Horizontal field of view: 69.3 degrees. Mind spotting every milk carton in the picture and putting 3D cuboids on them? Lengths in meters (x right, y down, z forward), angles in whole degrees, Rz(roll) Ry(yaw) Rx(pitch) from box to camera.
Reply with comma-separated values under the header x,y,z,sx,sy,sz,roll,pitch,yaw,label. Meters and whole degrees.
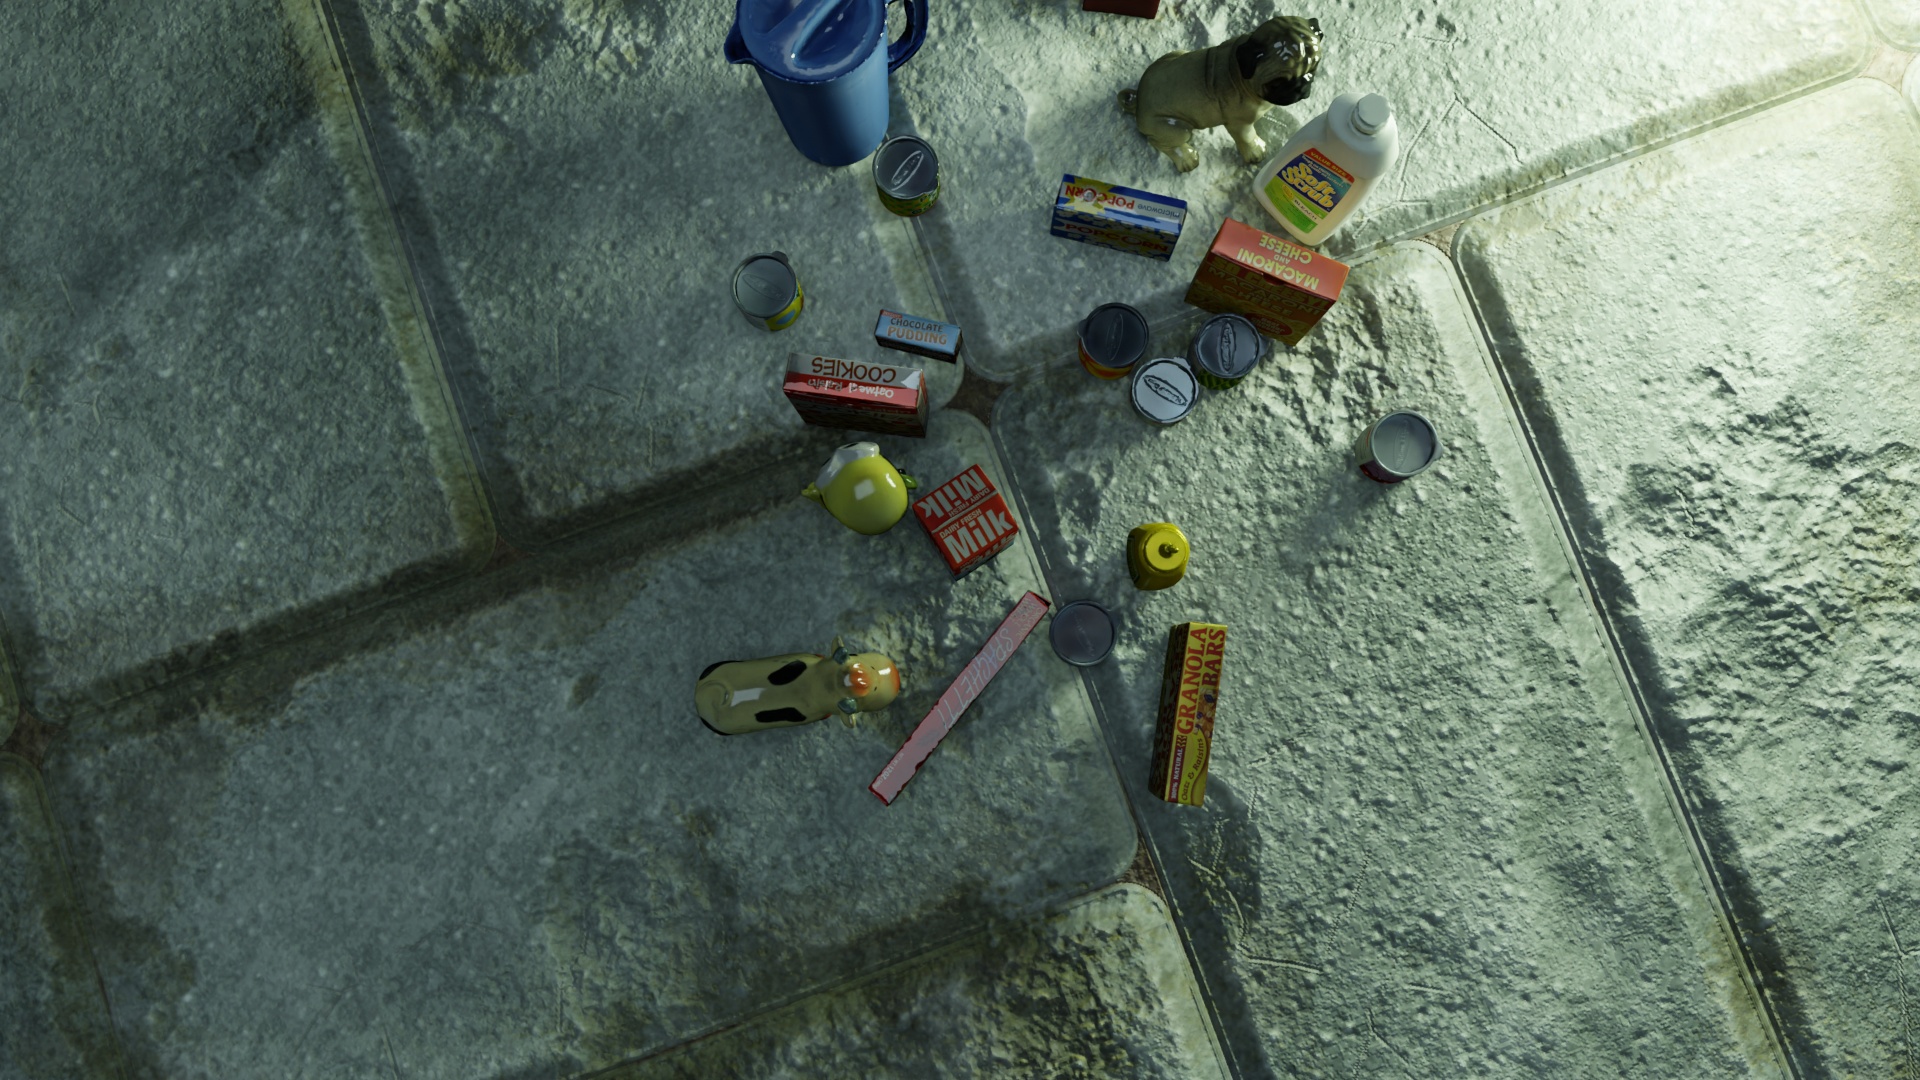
x,y,z,sx,sy,sz,roll,pitch,yaw,label
0.005,-0.016,1.296,0.072,0.190,0.073,-33,85,-2,milk carton

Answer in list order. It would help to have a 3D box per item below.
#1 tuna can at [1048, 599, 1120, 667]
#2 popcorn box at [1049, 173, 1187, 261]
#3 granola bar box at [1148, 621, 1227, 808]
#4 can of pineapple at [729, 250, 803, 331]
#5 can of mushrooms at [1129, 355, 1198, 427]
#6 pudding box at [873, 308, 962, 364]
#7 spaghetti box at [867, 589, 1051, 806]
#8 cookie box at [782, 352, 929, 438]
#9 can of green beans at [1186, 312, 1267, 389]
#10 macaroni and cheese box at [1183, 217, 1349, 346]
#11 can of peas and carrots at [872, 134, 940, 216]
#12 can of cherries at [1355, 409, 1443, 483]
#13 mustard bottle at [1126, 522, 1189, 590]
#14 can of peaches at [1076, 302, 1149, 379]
x,y,z,sx,sy,sz,roll,pitch,yaw,label
0.122,0.090,1.362,0.071,0.033,0.071,0,84,1,tuna can
0.156,-0.320,1.380,0.127,0.085,0.038,13,85,2,popcorn box
0.211,0.161,1.307,0.039,0.124,0.165,9,84,2,granola bar box
-0.191,-0.249,1.390,0.071,0.058,0.071,0,84,1,can of pineapple
0.204,-0.149,1.387,0.071,0.033,0.071,0,84,1,can of mushrooms
-0.041,-0.204,1.388,0.084,0.049,0.030,14,85,2,pudding box
0.000,0.151,1.348,0.029,0.050,0.250,39,86,4,spaghetti box
-0.095,-0.134,1.322,0.123,0.167,0.040,7,85,2,cookie box
0.261,-0.187,1.378,0.071,0.058,0.071,0,84,1,can of green beans
0.289,-0.243,1.329,0.124,0.166,0.040,23,85,3,macaroni and cheese box
-0.052,-0.365,1.401,0.071,0.058,0.071,0,84,1,can of peas and carrots
0.430,-0.090,1.365,0.071,0.058,0.071,0,84,1,can of cherries
0.186,0.012,1.305,0.049,0.160,0.065,-8,84,0,mustard bottle
0.149,-0.198,1.380,0.071,0.058,0.071,0,84,1,can of peaches
